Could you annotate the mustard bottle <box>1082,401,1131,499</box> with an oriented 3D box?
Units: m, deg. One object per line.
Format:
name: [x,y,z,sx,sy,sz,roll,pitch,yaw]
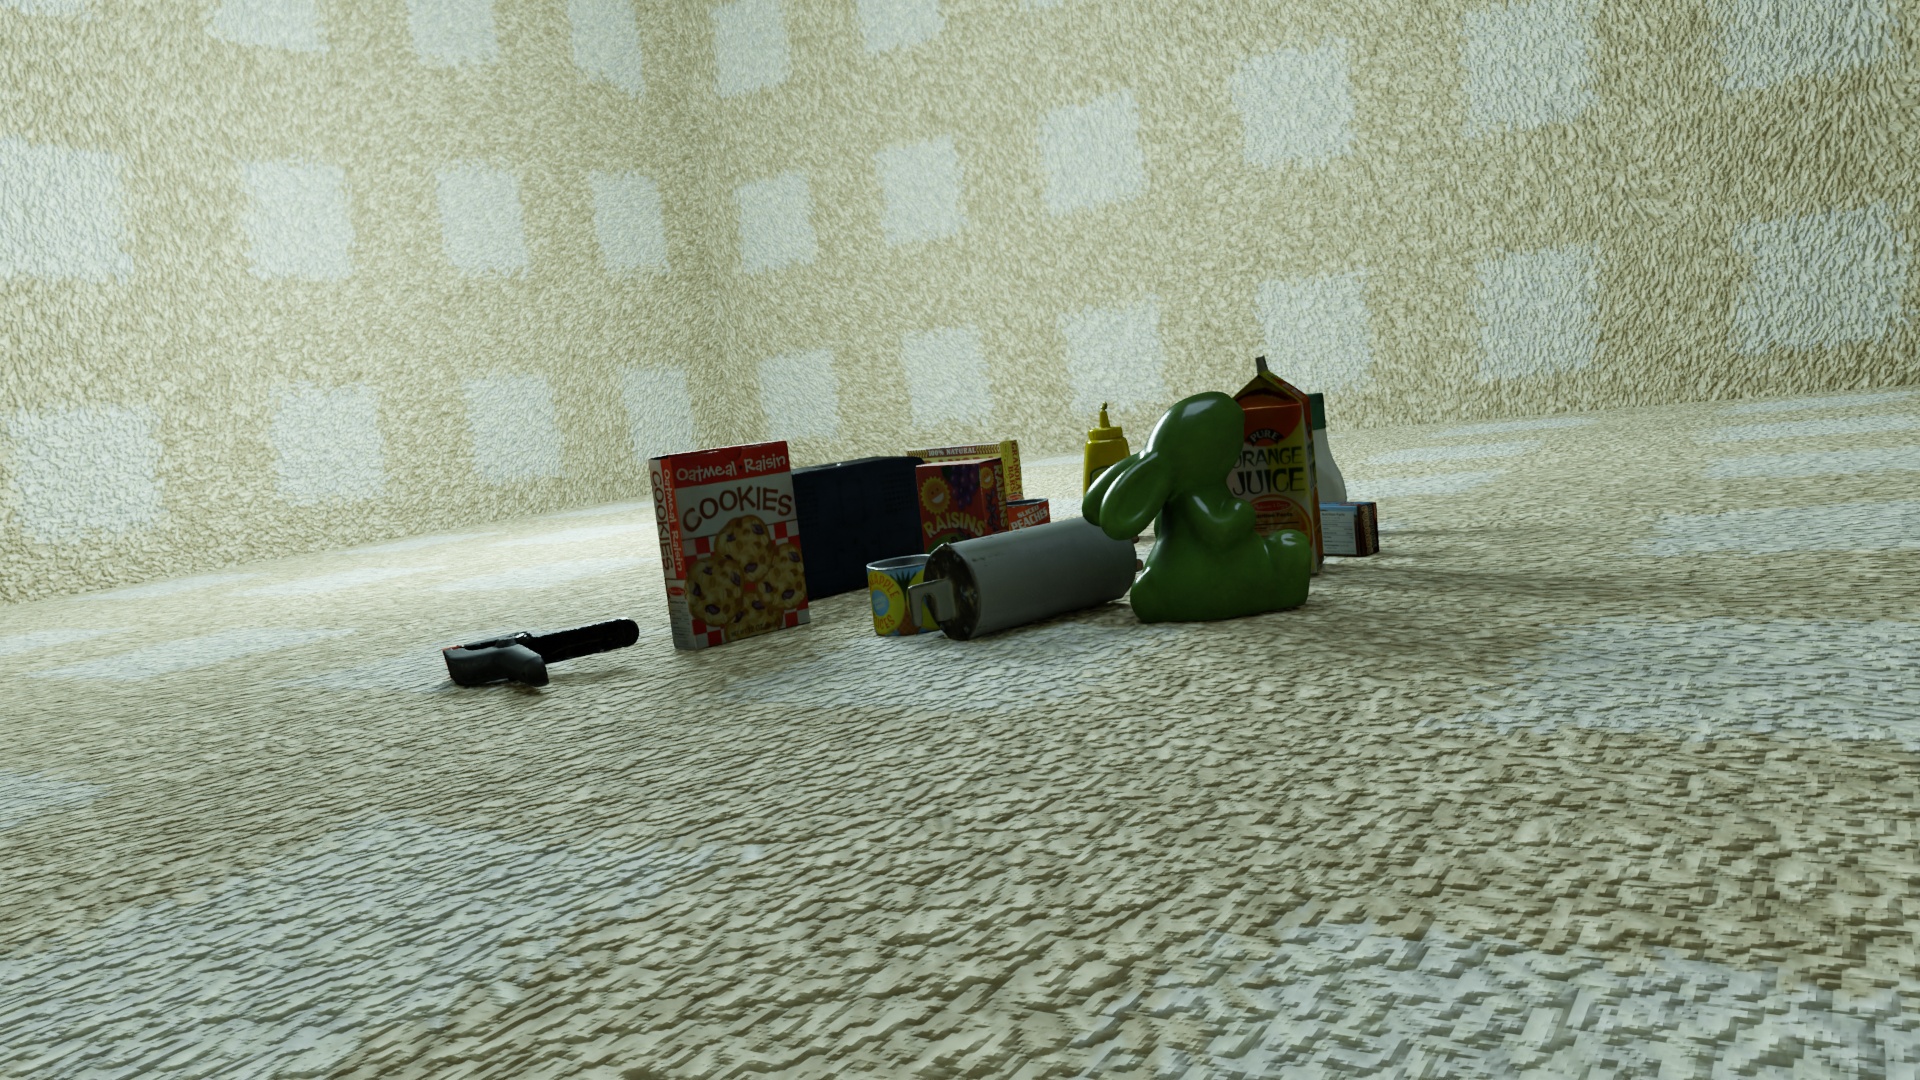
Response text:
mustard bottle: [0.170,-0.080,1.603,0.065,0.160,0.049,-6,6,9]

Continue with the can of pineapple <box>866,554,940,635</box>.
can of pineapple: [-0.044,0.045,1.155,0.071,0.057,0.071,-6,6,1]

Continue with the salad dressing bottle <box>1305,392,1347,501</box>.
salad dressing bottle: [0.366,-0.079,1.446,0.064,0.147,0.044,-3,7,30]

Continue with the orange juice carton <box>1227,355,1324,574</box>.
orange juice carton: [0.273,-0.067,1.223,0.073,0.192,0.072,-5,6,20]

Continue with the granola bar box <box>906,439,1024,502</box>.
granola bar box: [0.008,-0.061,1.760,0.165,0.124,0.039,-1,8,44]

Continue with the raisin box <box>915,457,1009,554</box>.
raisin box: [0.005,-0.017,1.371,0.086,0.123,0.040,-2,8,41]

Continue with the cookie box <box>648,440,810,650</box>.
cookie box: [-0.200,0.001,1.214,0.123,0.167,0.040,-12,8,-42]

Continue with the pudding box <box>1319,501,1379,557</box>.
pudding box: [0.348,-0.012,1.301,0.030,0.049,0.083,-11,7,-37]

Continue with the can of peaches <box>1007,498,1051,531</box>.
can of peaches: [0.072,-0.016,1.586,0.071,0.058,0.071,-6,6,1]
